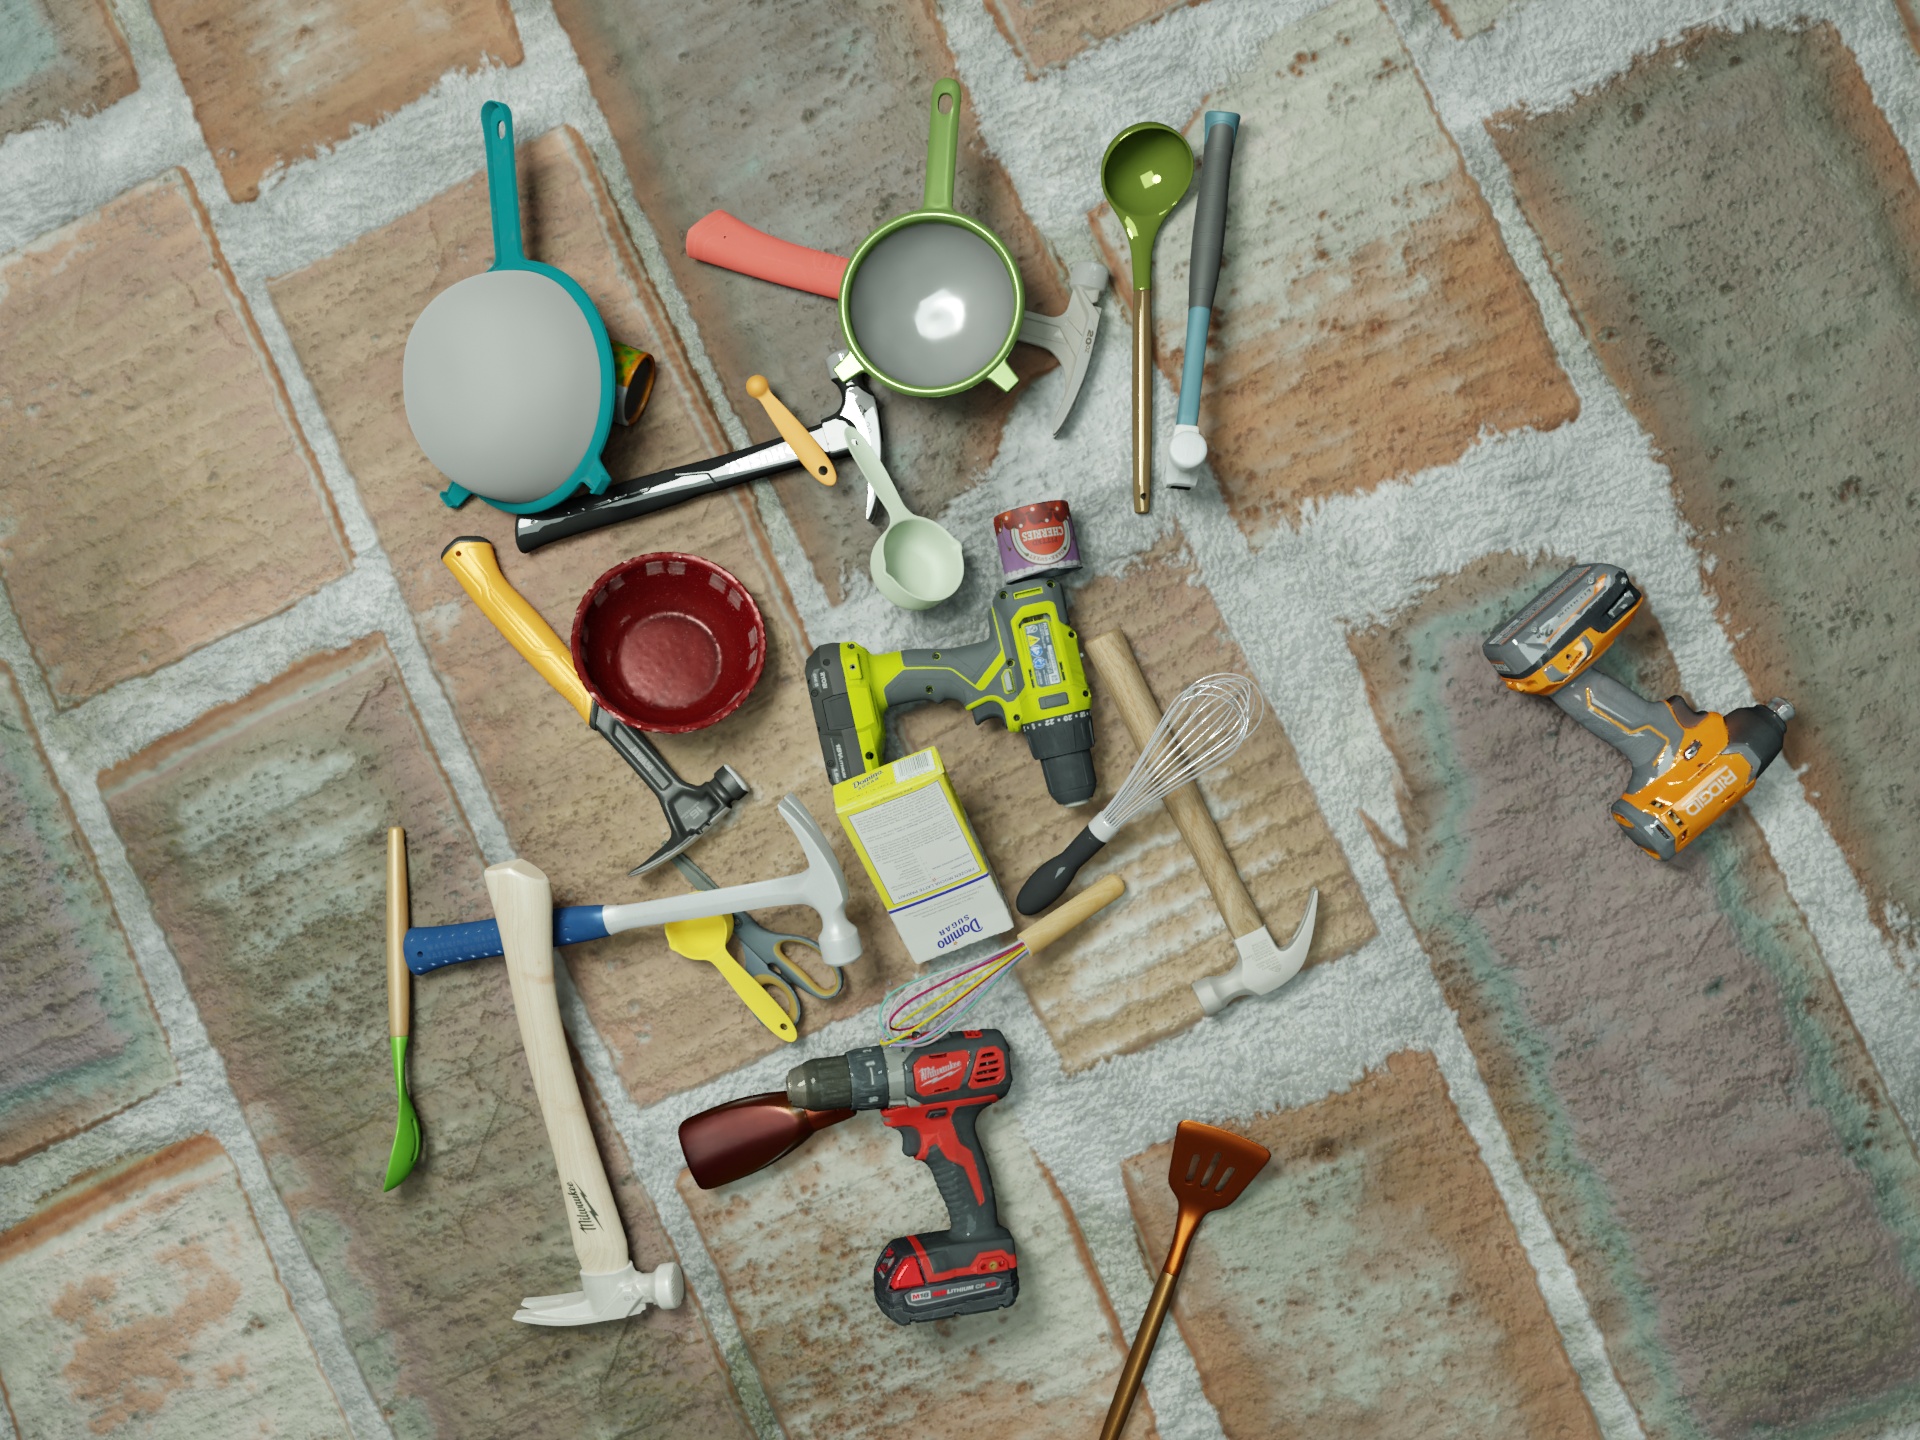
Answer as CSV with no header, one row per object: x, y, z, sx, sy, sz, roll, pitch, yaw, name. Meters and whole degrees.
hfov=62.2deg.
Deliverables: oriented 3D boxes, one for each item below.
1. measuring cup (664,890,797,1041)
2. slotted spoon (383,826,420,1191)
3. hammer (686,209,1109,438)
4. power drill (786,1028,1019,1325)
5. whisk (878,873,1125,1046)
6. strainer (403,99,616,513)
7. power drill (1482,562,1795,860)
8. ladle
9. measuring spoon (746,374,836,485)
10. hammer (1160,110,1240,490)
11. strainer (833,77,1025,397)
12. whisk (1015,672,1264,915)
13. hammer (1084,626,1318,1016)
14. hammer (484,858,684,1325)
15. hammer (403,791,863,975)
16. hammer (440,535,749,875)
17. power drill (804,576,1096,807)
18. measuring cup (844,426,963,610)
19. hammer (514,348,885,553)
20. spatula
-0.190,0.211,1.364,0.062,0.029,0.156,-39,93,18,measuring cup
-0.490,0.250,1.390,0.031,0.070,0.314,-1,84,-15,slotted spoon
-0.062,-0.357,1.358,0.359,0.036,0.149,16,91,4,hammer
-0.044,0.374,1.321,0.188,0.080,0.227,-5,88,-13,power drill
0.034,0.198,1.324,0.245,0.047,0.051,-32,65,-15,whisk
-0.396,-0.341,1.308,0.211,0.095,0.340,0,97,31,strainer
0.556,-0.020,1.290,0.164,0.084,0.226,-41,92,3,power drill
0.155,-0.335,1.332,0.078,0.062,0.320,0,93,-6,ladle
-0.143,-0.245,1.342,0.021,0.011,0.117,-38,86,4,measuring spoon
0.198,-0.348,1.307,0.033,0.128,0.331,7,82,4,hammer
-0.017,-0.387,1.302,0.151,0.069,0.256,4,90,6,strainer
0.139,0.065,1.307,0.070,0.070,0.284,44,112,3,whisk
0.194,0.074,1.341,0.130,0.031,0.331,-26,88,5,hammer
-0.349,0.319,1.347,0.146,0.038,0.410,-10,100,5,hammer
-0.288,0.160,1.339,0.405,0.035,0.144,-11,101,15,hammer
-0.338,-0.023,1.380,0.127,0.034,0.337,-41,86,-2,hammer
-0.002,-0.004,1.335,0.228,0.080,0.190,-13,88,2,power drill
-0.061,-0.167,1.331,0.083,0.038,0.167,-25,82,-34,measuring cup
-0.225,-0.203,1.372,0.335,0.035,0.146,-16,88,5,hammer
0.169,0.490,1.340,0.081,0.041,0.322,20,93,3,spatula
